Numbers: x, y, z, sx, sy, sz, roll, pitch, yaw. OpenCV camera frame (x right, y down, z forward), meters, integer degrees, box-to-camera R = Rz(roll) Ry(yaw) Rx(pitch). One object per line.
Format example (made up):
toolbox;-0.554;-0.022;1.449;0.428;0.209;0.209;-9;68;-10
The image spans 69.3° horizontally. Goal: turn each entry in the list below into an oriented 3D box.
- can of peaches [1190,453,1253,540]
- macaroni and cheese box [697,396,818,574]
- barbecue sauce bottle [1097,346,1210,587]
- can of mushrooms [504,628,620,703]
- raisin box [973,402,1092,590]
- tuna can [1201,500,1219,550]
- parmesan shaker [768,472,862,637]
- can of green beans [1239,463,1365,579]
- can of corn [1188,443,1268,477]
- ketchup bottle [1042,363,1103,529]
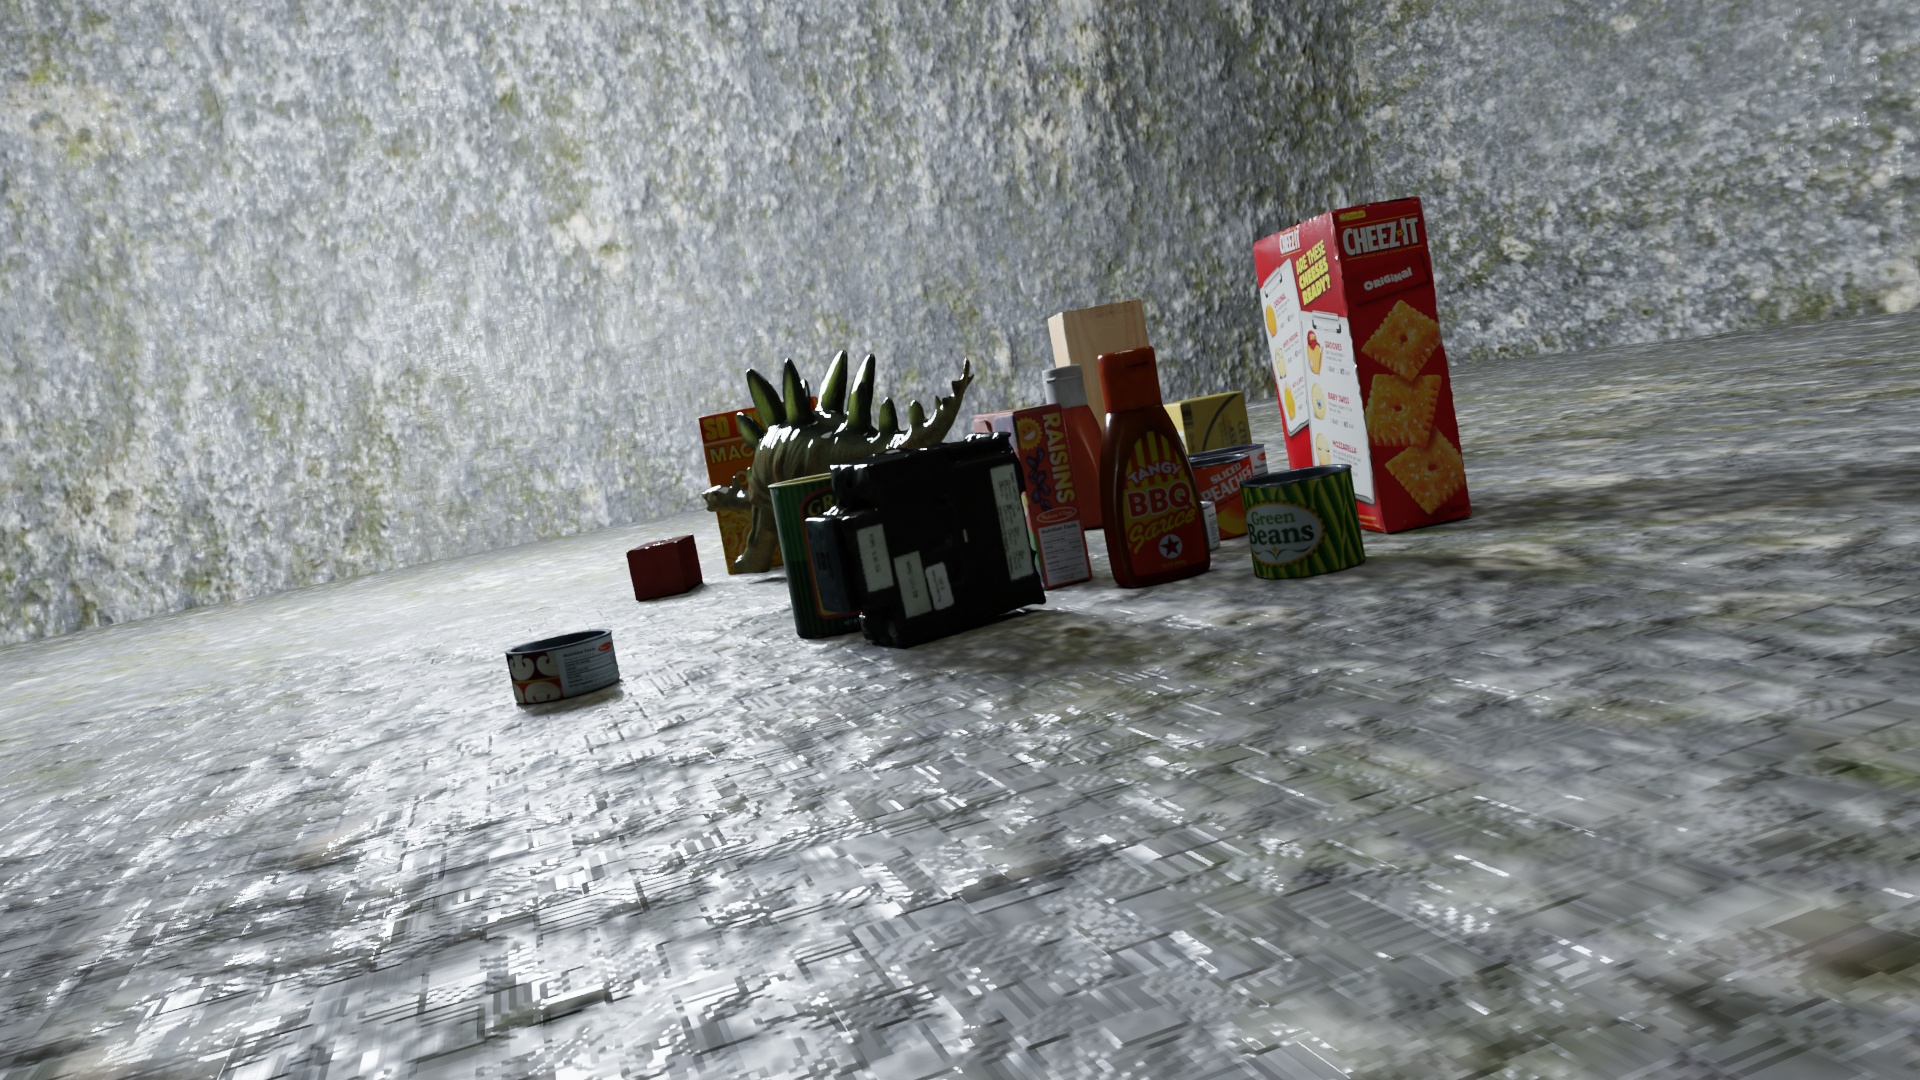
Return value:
can of peaches;0.191;-0.032;1.048;0.071;0.058;0.071;-10;5;1
macaroni and cheese box;-0.195;-0.057;1.443;0.124;0.166;0.040;-10;5;2
barbecue sauce bottle;0.117;-0.048;0.886;0.065;0.148;0.043;-12;5;-13
can of mushrooms;-0.252;0.079;0.875;0.071;0.033;0.071;-10;6;1
raisin box;0.048;-0.031;0.970;0.040;0.123;0.086;-12;6;-17
tuna can;0.149;-0.006;0.998;0.071;0.032;0.071;-10;6;1
parmesan shaker;-0.084;0.007;0.928;0.071;0.103;0.071;-10;5;1
can of green beans;0.204;-0.012;0.829;0.071;0.057;0.071;-10;5;1
can of corn;0.215;-0.044;1.125;0.071;0.058;0.071;-10;5;1
ketchup bottle;0.104;-0.084;1.264;0.064;0.148;0.044;-6;7;42
